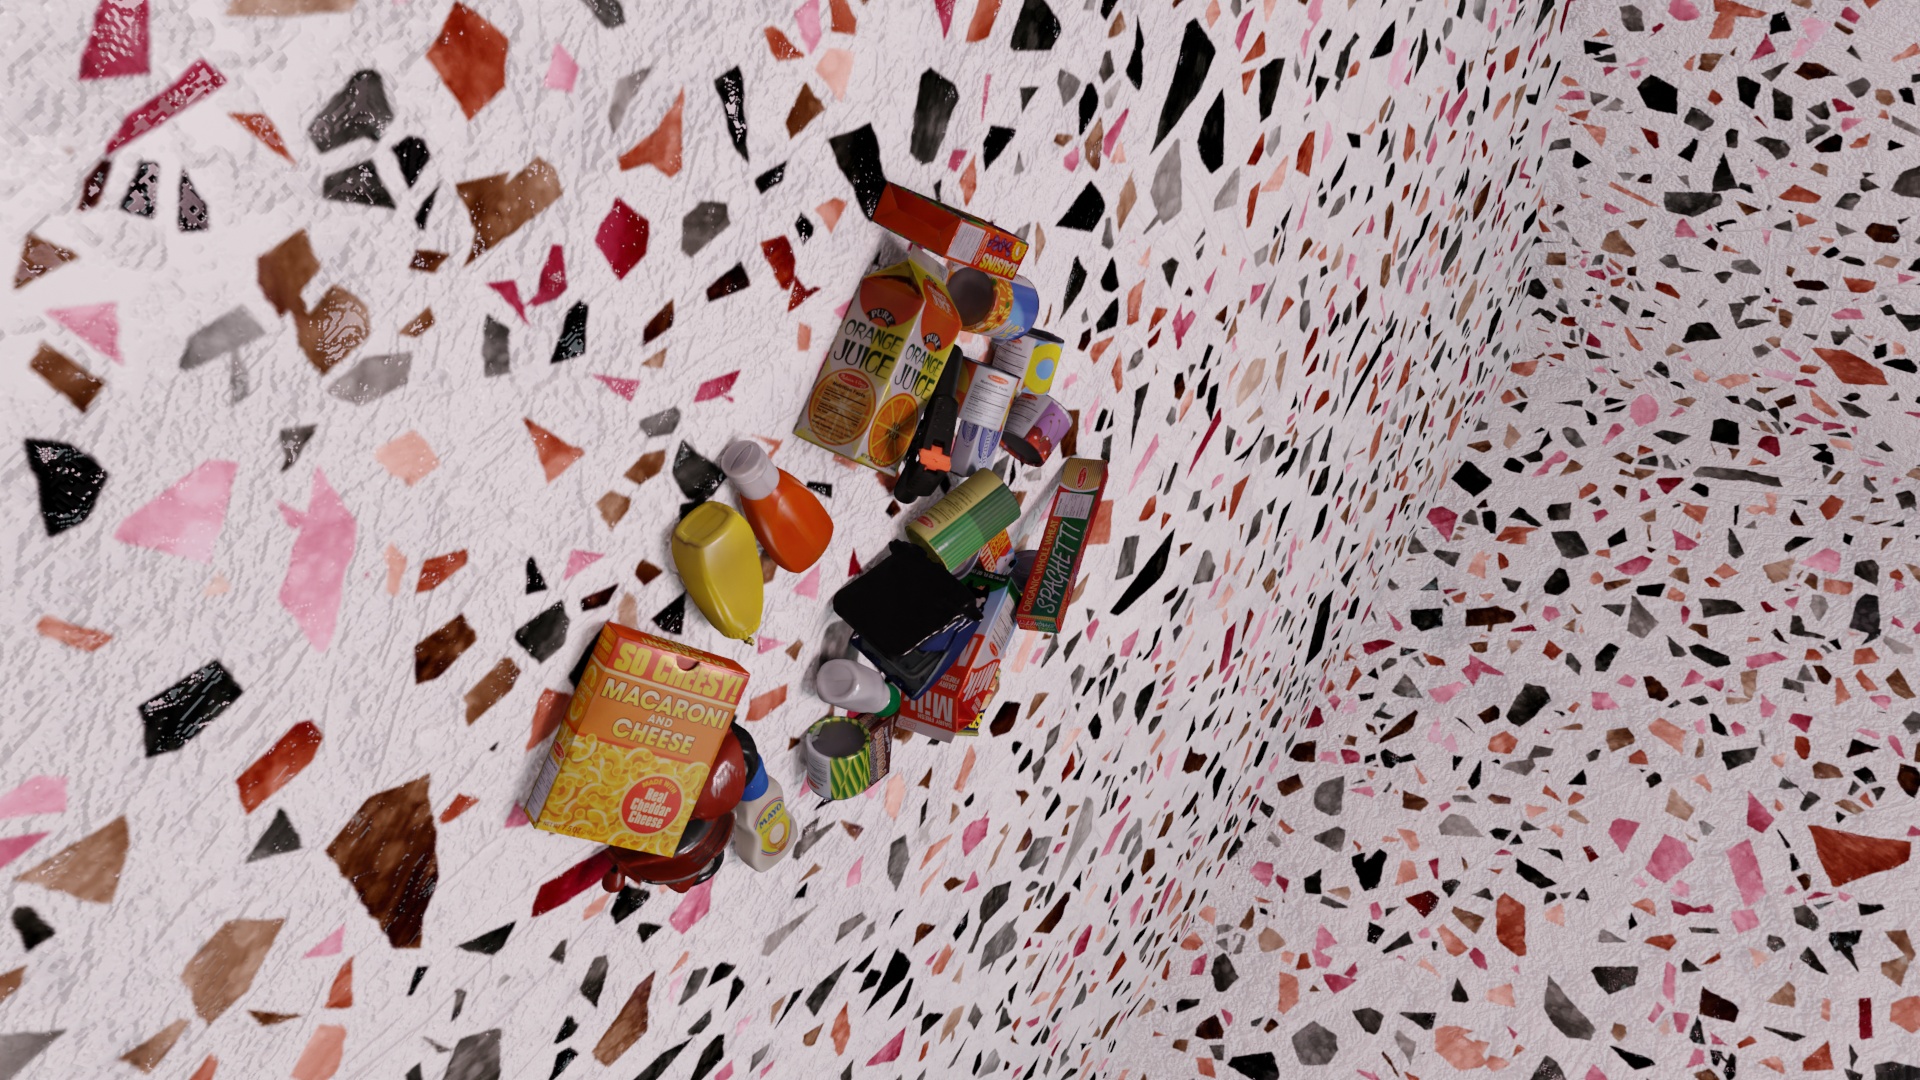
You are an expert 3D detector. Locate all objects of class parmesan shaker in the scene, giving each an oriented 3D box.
[{"bbox_3d":[0.005,-0.018,1.422,0.103,0.071,0.071,-38,145,-15],"label":"parmesan shaker"}]

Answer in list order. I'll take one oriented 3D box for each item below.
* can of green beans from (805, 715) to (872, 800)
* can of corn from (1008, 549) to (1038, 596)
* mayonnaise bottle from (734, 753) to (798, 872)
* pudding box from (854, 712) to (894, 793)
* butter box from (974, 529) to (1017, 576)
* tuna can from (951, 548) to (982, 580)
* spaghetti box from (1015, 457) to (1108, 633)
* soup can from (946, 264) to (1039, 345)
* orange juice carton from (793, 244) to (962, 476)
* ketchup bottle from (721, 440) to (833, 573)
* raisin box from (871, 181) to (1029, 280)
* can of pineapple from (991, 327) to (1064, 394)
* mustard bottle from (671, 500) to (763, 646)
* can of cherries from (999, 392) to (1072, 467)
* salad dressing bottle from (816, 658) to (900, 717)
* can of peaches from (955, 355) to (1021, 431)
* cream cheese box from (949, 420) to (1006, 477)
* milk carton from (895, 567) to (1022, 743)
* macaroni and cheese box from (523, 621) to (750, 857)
[{"bbox_3d":[-0.125,0.222,1.423,0.071,0.071,0.057,-36,140,-42],"label":"can of green beans"},{"bbox_3d":[0.084,0.056,1.647,0.071,0.071,0.058,-44,146,-34],"label":"can of corn"},{"bbox_3d":[-0.198,0.261,1.354,0.065,0.041,0.147,-44,146,-31],"label":"mayonnaise bottle"},{"bbox_3d":[-0.100,0.226,1.507,0.050,0.030,0.083,-31,137,-46],"label":"pudding box"},{"bbox_3d":[0.033,0.012,1.572,0.053,0.024,0.103,-54,151,-21],"label":"butter box"},{"bbox_3d":[-0.006,0.005,1.488,0.071,0.033,0.070,-40,143,-39],"label":"tuna can"},{"bbox_3d":[0.119,0.002,1.601,0.028,0.050,0.251,75,28,-47],"label":"spaghetti box"},{"bbox_3d":[0.027,-0.225,1.327,0.084,0.071,0.071,-2,114,-59],"label":"soup can"},{"bbox_3d":[-0.063,-0.160,1.217,0.072,0.073,0.192,23,91,-61],"label":"orange juice carton"},{"bbox_3d":[-0.158,-0.031,1.189,0.065,0.043,0.148,-57,151,-17],"label":"ketchup bottle"},{"bbox_3d":[-0.007,-0.269,1.213,0.123,0.086,0.040,1,117,-60],"label":"raisin box"},{"bbox_3d":[0.069,-0.187,1.430,0.071,0.071,0.057,-11,122,-57],"label":"can of pineapple"},{"bbox_3d":[-0.197,0.039,1.171,0.065,0.049,0.159,-46,147,-31],"label":"mustard bottle"},{"bbox_3d":[0.080,-0.120,1.500,0.058,0.071,0.071,-55,151,-17],"label":"can of cherries"},{"bbox_3d":[-0.101,0.154,1.422,0.147,0.064,0.044,43,43,-69],"label":"salad dressing bottle"},{"bbox_3d":[0.020,-0.147,1.381,0.071,0.071,0.058,4,108,-61],"label":"can of peaches"},{"bbox_3d":[0.023,-0.118,1.451,0.053,0.024,0.103,-7,118,-58],"label":"cream cheese box"},{"bbox_3d":[-0.003,0.128,1.521,0.191,0.072,0.073,-66,154,-21],"label":"milk carton"},{"bbox_3d":[-0.258,0.163,1.120,0.124,0.040,0.166,22,92,-34],"label":"macaroni and cheese box"}]
